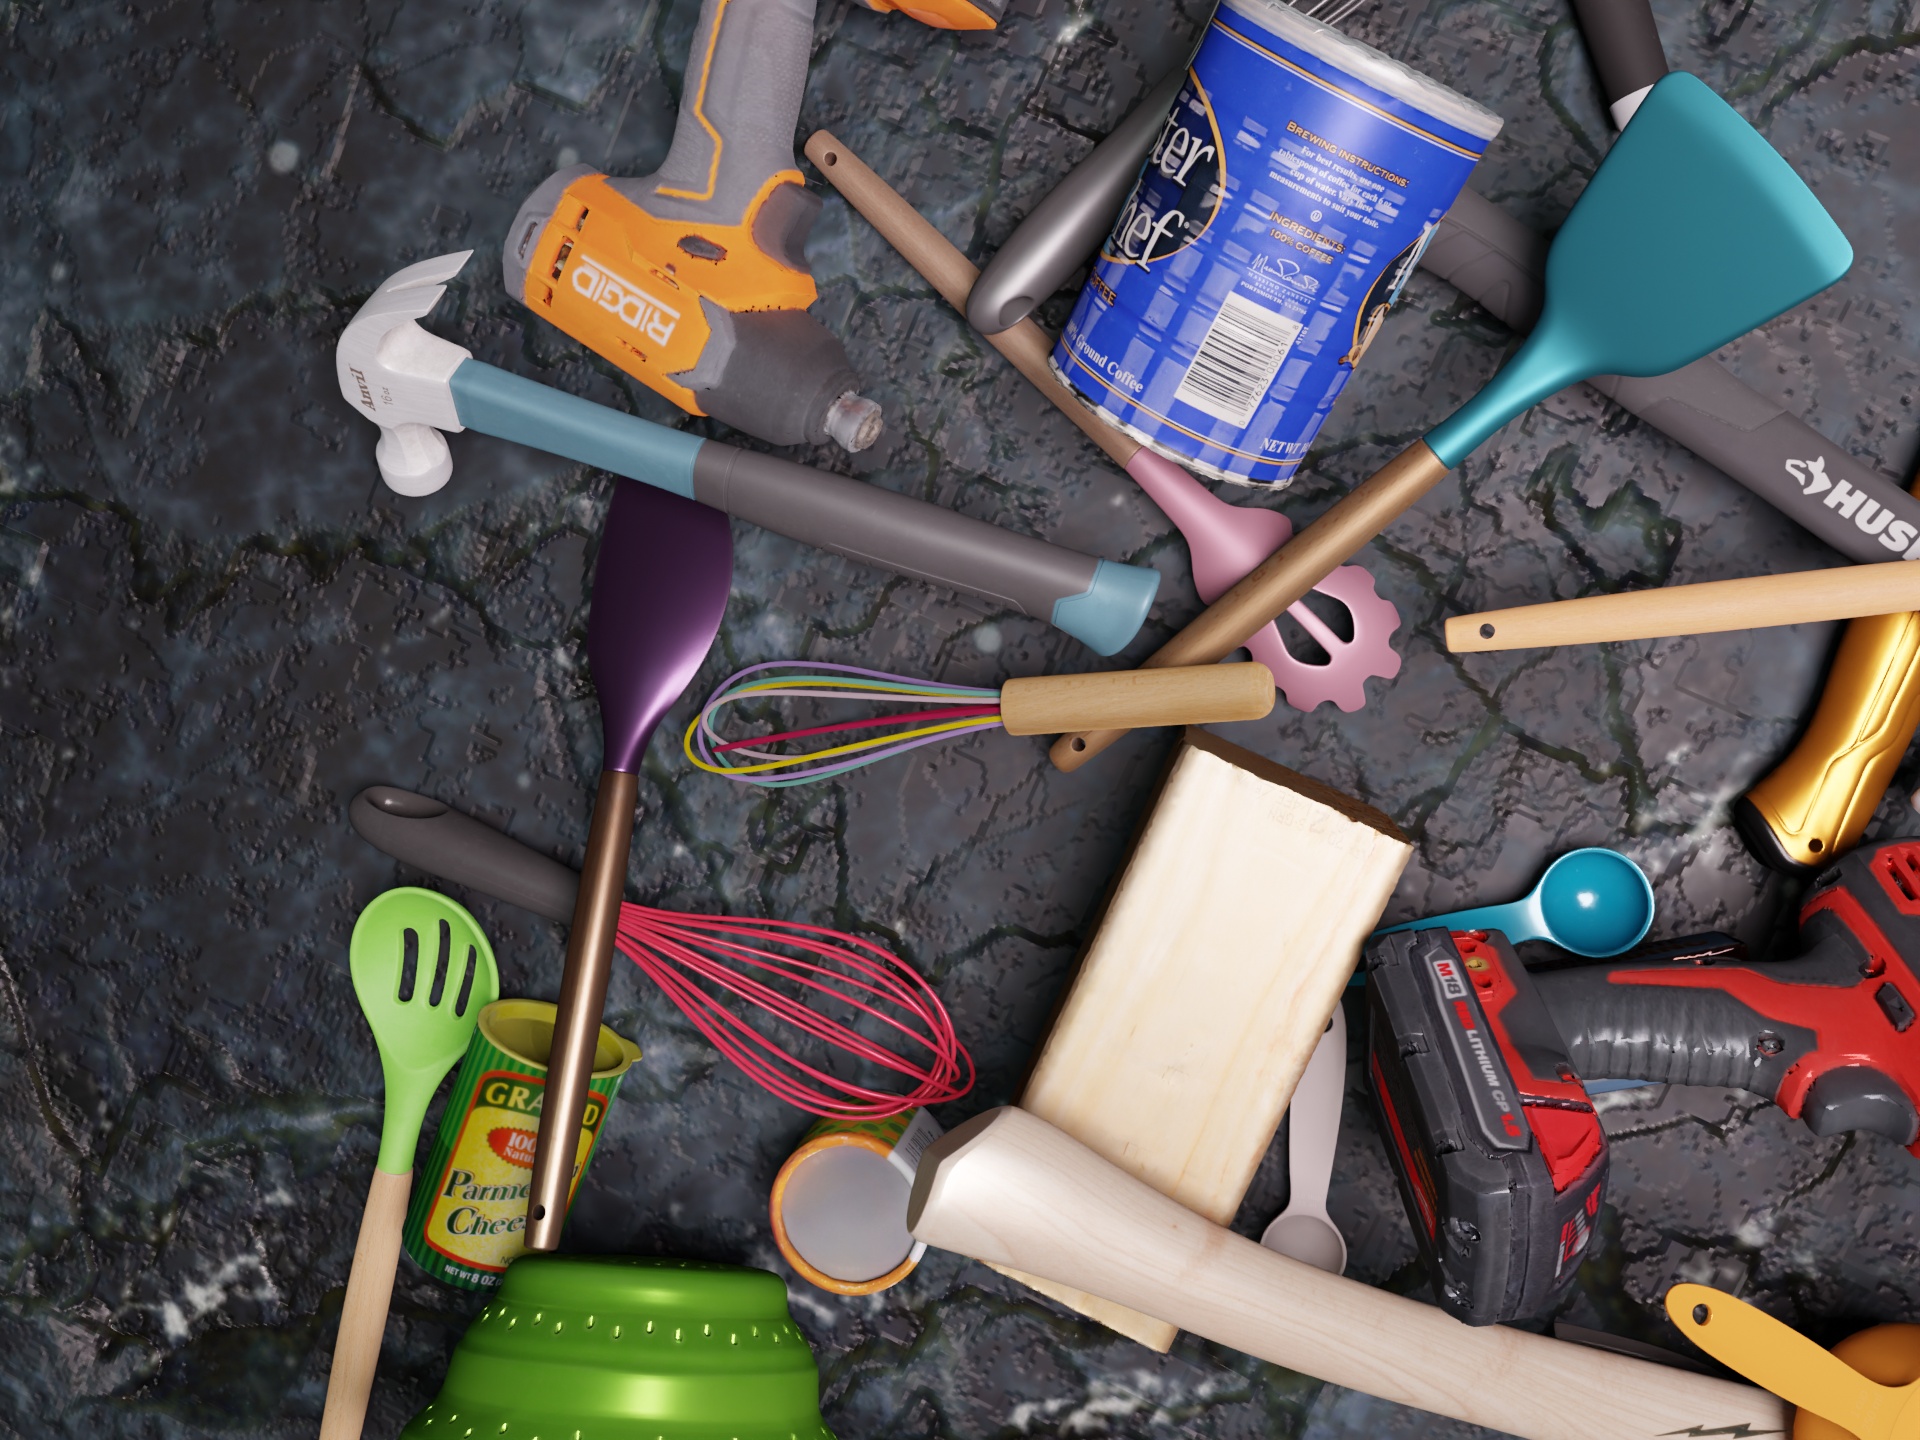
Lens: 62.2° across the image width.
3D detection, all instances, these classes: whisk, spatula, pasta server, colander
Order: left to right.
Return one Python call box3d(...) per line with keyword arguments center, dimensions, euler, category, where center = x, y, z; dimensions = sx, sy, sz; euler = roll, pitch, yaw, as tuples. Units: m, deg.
box3d(center=(-0.138, 0.047, 0.634), dimensions=(0.060, 0.018, 0.316), euler=(5, 77, 11), category="spatula")
box3d(center=(-0.129, 0.089, 0.660), dimensions=(0.296, 0.073, 0.073), euler=(22, 98, 12), category="whisk")
box3d(center=(-0.045, 0.265, 0.619), dimensions=(0.397, 0.204, 0.095), euler=(5, 72, -1), category="colander")
box3d(center=(-0.001, 0.000, 0.615), dimensions=(0.245, 0.047, 0.051), euler=(-4, 103, 24), category="whisk")
box3d(center=(0.052, -0.123, 0.631), dimensions=(0.316, 0.040, 0.060), euler=(45, 100, 7), category="pasta server")
box3d(center=(0.086, -0.236, 0.595), dimensions=(0.055, 0.055, 0.239), euler=(44, 95, 4), category="whisk")
box3d(center=(0.144, -0.078, 0.559), dimensions=(0.317, 0.044, 0.082), euler=(-41, 83, 24), category="spatula")
box3d(center=(0.324, -0.046, 0.513), dimensions=(0.322, 0.041, 0.081), euler=(-6, 92, 20), category="spatula")

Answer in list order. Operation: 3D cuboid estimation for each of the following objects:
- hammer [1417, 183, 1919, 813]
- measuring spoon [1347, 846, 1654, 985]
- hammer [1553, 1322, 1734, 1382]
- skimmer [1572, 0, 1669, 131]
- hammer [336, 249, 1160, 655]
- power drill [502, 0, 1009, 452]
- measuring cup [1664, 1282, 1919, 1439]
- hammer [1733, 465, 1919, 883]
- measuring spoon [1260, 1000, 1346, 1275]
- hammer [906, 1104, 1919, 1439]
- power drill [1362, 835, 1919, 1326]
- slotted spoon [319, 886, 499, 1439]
box3d(center=(0.273, -0.113, 0.566), dimensions=(0.335, 0.035, 0.146), euler=(41, 104, 13), category="hammer")
box3d(center=(0.206, 0.082, 0.628), dimensions=(0.128, 0.021, 0.042), euler=(-18, 81, 19), category="measuring spoon")
box3d(center=(0.169, 0.346, 0.643), dimensions=(0.331, 0.031, 0.130), euler=(-25, 90, 10), category="hammer")
box3d(center=(0.208, -0.396, 0.550), dimensions=(0.127, 0.090, 0.363), euler=(-20, 94, -21), category="skimmer")
box3d(center=(-0.086, -0.091, 0.609), dimensions=(0.331, 0.128, 0.033), euler=(19, 59, 7), category="hammer")
box3d(center=(-0.061, -0.220, 0.598), dimensions=(0.164, 0.084, 0.226), euler=(34, 110, 11), category="power drill")
box3d(center=(0.296, 0.230, 0.538), dimensions=(0.173, 0.052, 0.095), euler=(31, 79, -5), category="measuring cup")
box3d(center=(0.375, -0.095, 0.575), dimensions=(0.127, 0.034, 0.337), euler=(21, 98, 8), category="hammer")
box3d(center=(0.143, 0.169, 0.645), dimensions=(0.034, 0.018, 0.124), euler=(5, 88, 9), category="measuring spoon")
box3d(center=(0.173, 0.235, 0.556), dimensions=(0.410, 0.038, 0.146), euler=(21, 79, -10), category="hammer")
box3d(center=(0.259, 0.129, 0.505), dimensions=(0.226, 0.188, 0.080), euler=(-10, 129, 2), category="power drill")
box3d(center=(-0.258, 0.221, 0.706), dimensions=(0.070, 0.031, 0.313), euler=(15, 98, 8), category="slotted spoon")
